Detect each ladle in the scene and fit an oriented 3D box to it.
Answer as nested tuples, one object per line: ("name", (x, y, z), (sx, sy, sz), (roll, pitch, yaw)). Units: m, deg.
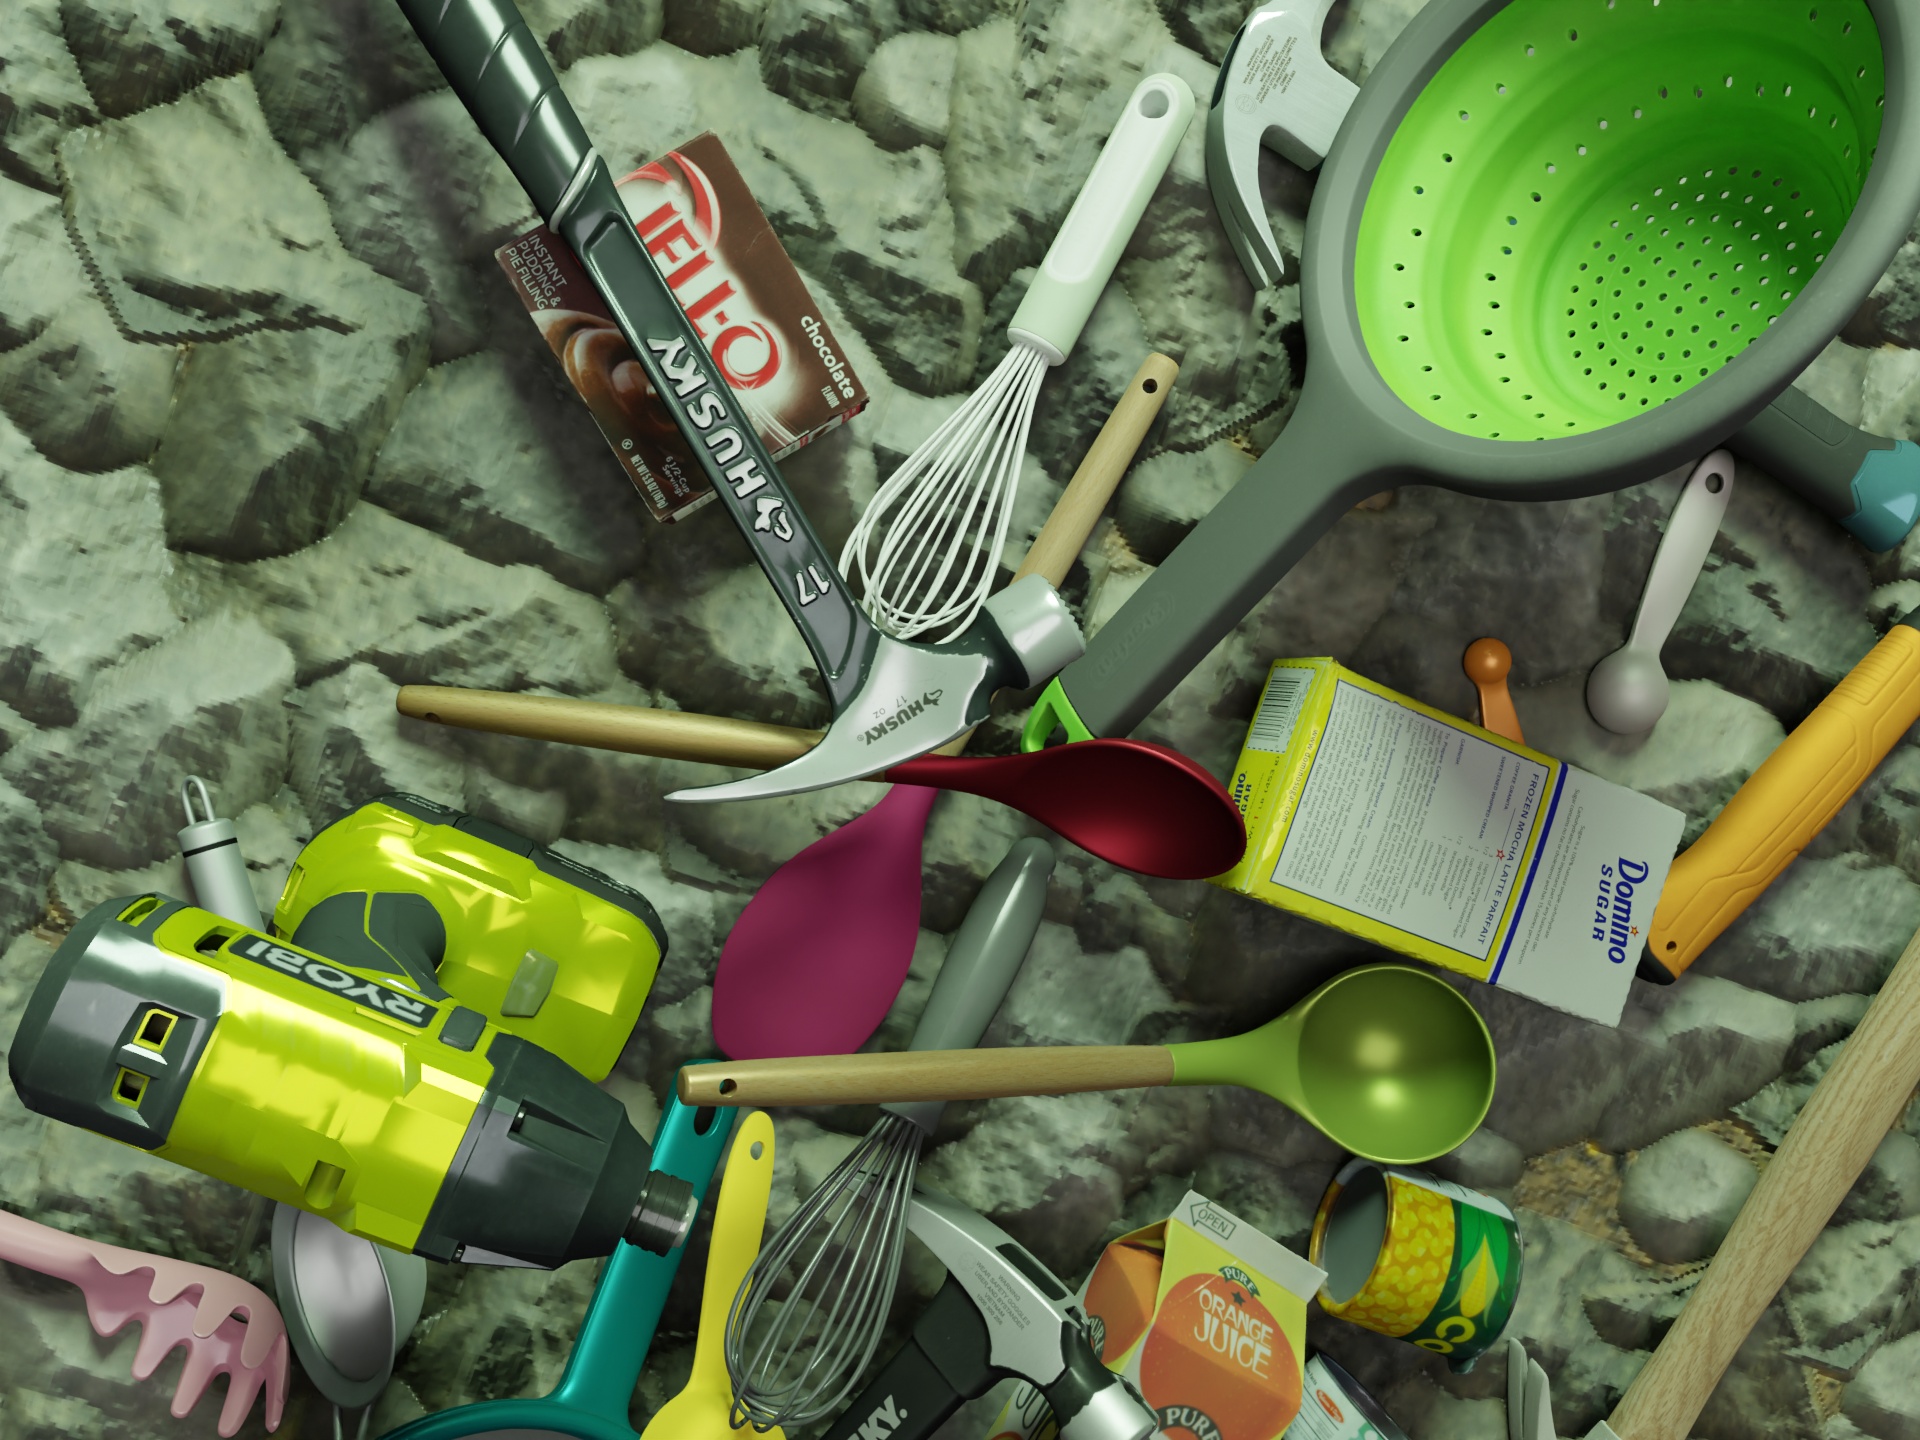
("ladle", (0.058, 0.127, 0.575), (0.320, 0.062, 0.078), (4, 84, -26))
("ladle", (-0.052, 0.014, 0.583), (0.315, 0.031, 0.069), (8, 138, 3))

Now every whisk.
("whisk", (-0.021, 0.144, 0.583), (0.055, 0.055, 0.239), (32, 68, -9))
("whisk", (0.024, -0.133, 0.593), (0.058, 0.059, 0.246), (27, 87, 18))

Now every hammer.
("hammer", (0.347, 0.210, 0.676), (0.130, 0.031, 0.331), (32, 90, -10))
("hammer", (-0.085, 0.322, 0.609), (0.335, 0.035, 0.146), (-49, 64, 8))
("hammer", (0.241, -0.168, 0.620), (0.331, 0.033, 0.128), (30, 91, -8))
("hammer", (-0.124, -0.158, 0.537), (0.149, 0.036, 0.409), (-32, 91, -3))
("hammer", (0.396, -0.016, 0.658), (0.127, 0.034, 0.337), (44, 89, -8))

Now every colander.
("colander", (0.173, -0.106, 0.559), (0.094, 0.205, 0.397), (17, 125, -42))

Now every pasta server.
("pasta server", (-0.387, 0.178, 0.573), (0.316, 0.040, 0.060), (25, 125, -7))

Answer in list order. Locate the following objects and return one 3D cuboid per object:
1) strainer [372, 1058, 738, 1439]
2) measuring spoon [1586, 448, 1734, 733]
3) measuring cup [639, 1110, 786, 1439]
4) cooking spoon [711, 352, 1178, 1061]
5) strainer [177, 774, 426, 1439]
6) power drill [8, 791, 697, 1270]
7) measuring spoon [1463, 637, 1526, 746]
("strainer", (-0.170, 0.282, 0.570), (0.210, 0.095, 0.341), (37, 59, -32))
("measuring spoon", (0.292, -0.053, 0.648), (0.034, 0.018, 0.124), (21, 91, -9))
("measuring cup", (-0.080, 0.222, 0.579), (0.062, 0.029, 0.157), (24, 65, -39))
("cooking spoon", (-0.001, -0.002, 0.613), (0.069, 0.017, 0.319), (30, 90, 2))
("strainer", (-0.244, 0.143, 0.587), (0.050, 0.087, 0.258), (-19, 94, -50))
("power drill", (-0.162, 0.094, 0.500), (0.171, 0.223, 0.080), (24, 93, -9))
("measuring spoon", (0.227, 0.023, 0.651), (0.021, 0.011, 0.117), (-15, 97, -6))
